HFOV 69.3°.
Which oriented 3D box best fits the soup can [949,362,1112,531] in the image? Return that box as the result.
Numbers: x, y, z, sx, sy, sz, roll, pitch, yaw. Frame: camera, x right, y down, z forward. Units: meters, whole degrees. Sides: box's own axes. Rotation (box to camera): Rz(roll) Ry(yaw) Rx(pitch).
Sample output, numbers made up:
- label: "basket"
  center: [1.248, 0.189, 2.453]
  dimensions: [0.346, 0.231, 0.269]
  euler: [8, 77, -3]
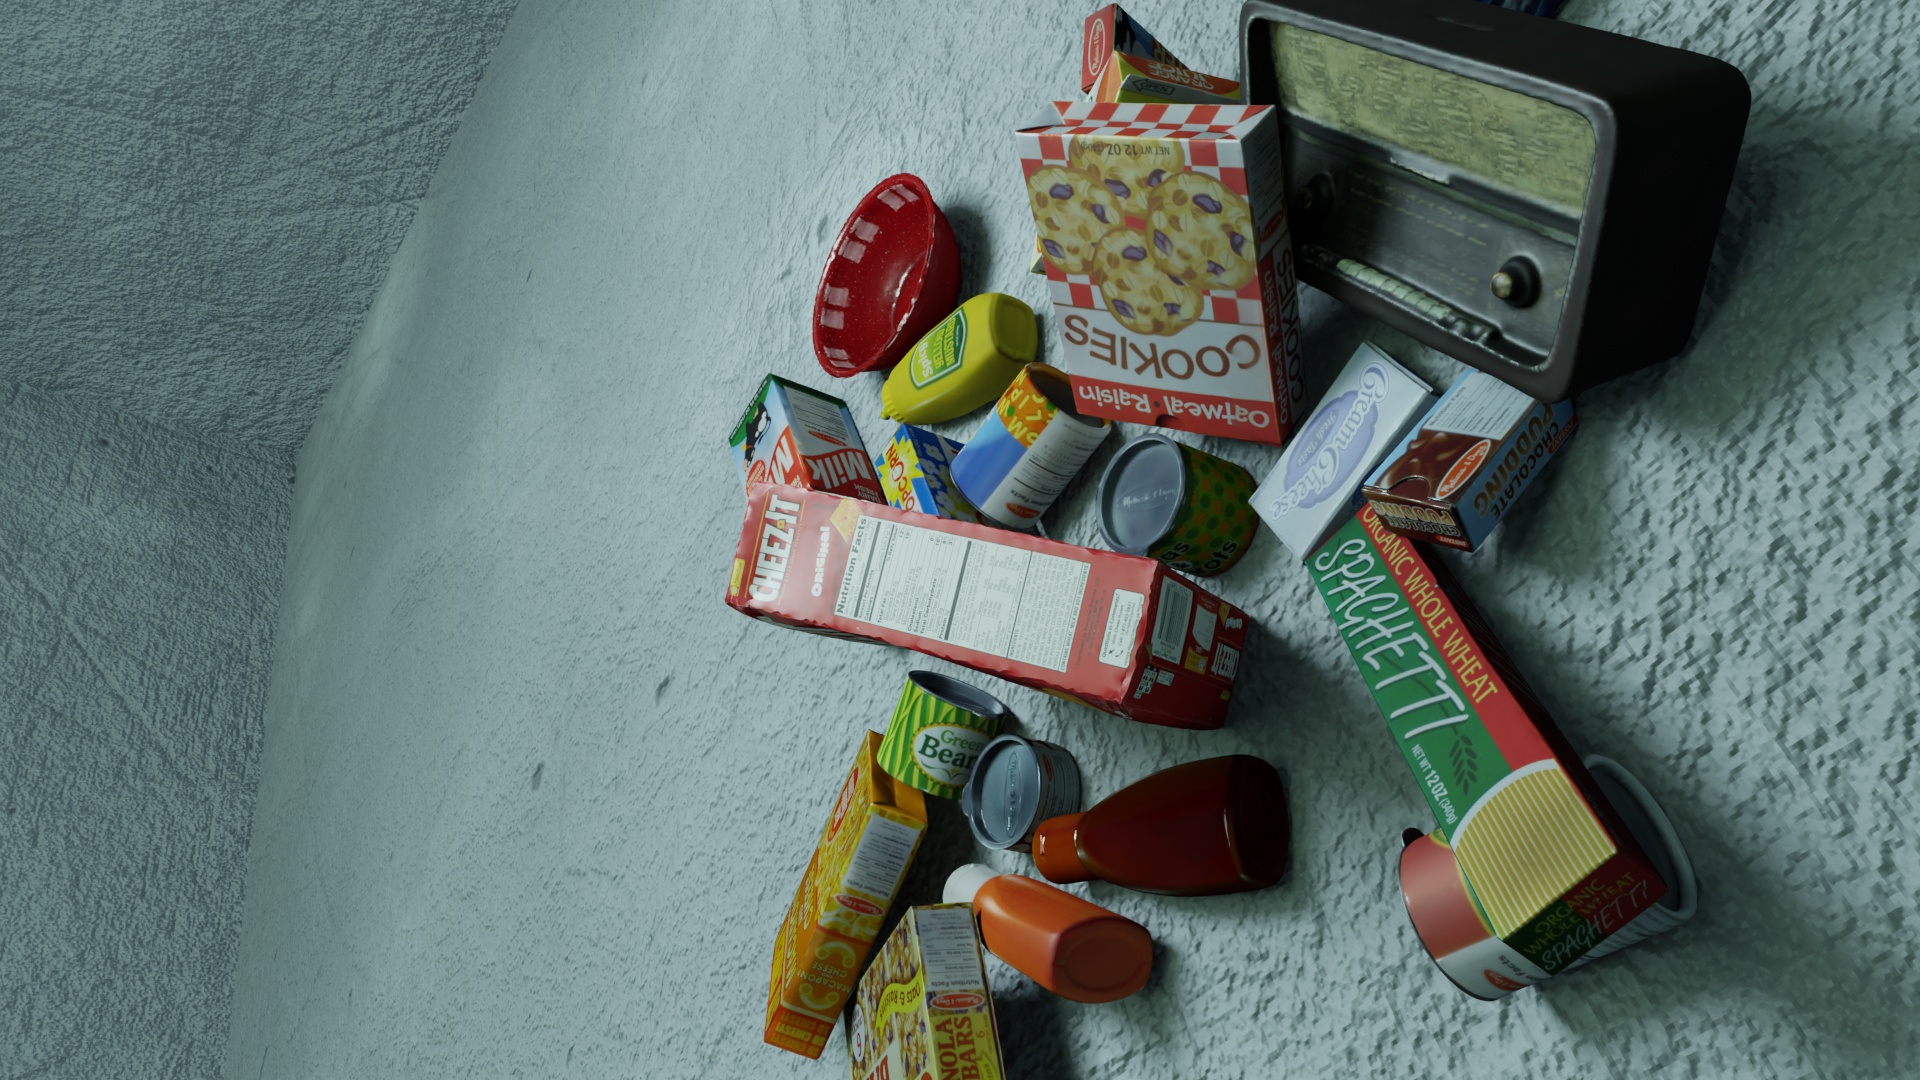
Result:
- label: "soup can"
  center: [0.042, -0.060, 0.856]
  dimensions: [0.083, 0.071, 0.071]
  euler: [-52, 39, 26]

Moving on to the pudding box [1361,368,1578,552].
- label: "pudding box"
  center: [0.219, -0.037, 0.597]
  dimensions: [0.084, 0.030, 0.050]
  euler: [-45, 31, -17]

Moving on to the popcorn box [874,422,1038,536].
- label: "popcorn box"
  center: [0.003, -0.011, 0.872]
  dimensions: [0.038, 0.085, 0.127]
  euler: [-52, 39, 29]

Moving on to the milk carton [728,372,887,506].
- label: "milk carton"
  center: [-0.114, -0.039, 1.058]
  dimensions: [0.072, 0.073, 0.191]
  euler: [-54, 37, 25]

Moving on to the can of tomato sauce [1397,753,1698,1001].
- label: "can of tomato sauce"
  center: [0.219, 0.126, 0.525]
  dimensions: [0.082, 0.071, 0.071]
  euler: [-41, 45, 36]

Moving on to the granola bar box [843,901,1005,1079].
- label: "granola bar box"
  center: [-0.022, 0.290, 0.768]
  dimensions: [0.164, 0.039, 0.125]
  euler: [116, 150, -50]

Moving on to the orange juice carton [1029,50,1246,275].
- label: "orange juice carton"
  center: [0.098, -0.206, 0.773]
  dimensions: [0.192, 0.072, 0.073]
  euler: [139, 141, -76]

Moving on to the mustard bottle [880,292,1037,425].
- label: "mustard bottle"
  center: [-0.012, -0.115, 0.973]
  dimensions: [0.159, 0.049, 0.065]
  euler: [-28, 52, 45]

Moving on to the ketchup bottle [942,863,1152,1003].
- label: "ketchup bottle"
  center: [0.038, 0.207, 0.750]
  dimensions: [0.148, 0.065, 0.043]
  euler: [0, 84, 64]

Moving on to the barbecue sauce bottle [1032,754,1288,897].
- label: "barbecue sauce bottle"
  center: [0.097, 0.150, 0.707]
  dimensions: [0.148, 0.044, 0.065]
  euler: [-24, 56, 48]

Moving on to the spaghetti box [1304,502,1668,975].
- label: "spaghetti box"
  center: [0.193, 0.060, 0.549]
  dimensions: [0.050, 0.028, 0.251]
  euler: [-47, 21, 20]

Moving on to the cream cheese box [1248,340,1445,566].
- label: "cream cheese box"
  center: [0.189, -0.041, 0.680]
  dimensions: [0.103, 0.024, 0.053]
  euler: [-58, 37, 21]

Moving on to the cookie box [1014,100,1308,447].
- label: "cookie box"
  center: [0.103, -0.132, 0.696]
  dimensions: [0.123, 0.166, 0.040]
  euler: [13, 45, 35]

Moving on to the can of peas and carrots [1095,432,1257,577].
- label: "can of peas and carrots"
  center: [0.116, -0.016, 0.741]
  dimensions: [0.070, 0.059, 0.071]
  euler: [-27, 55, 47]

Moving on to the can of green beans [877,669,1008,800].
- label: "can of green beans"
  center: [-0.011, 0.119, 0.851]
  dimensions: [0.071, 0.071, 0.057]
  euler: [30, 101, 55]

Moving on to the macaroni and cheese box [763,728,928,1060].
- label: "macaroni and cheese box"
  center: [-0.072, 0.219, 0.876]
  dimensions: [0.124, 0.040, 0.166]
  euler: [-109, 42, -77]

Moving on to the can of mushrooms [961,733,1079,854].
- label: "can of mushrooms"
  center: [0.035, 0.147, 0.803]
  dimensions: [0.071, 0.033, 0.071]
  euler: [-26, 56, 47]

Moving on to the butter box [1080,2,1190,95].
- label: "butter box"
  center: [0.113, -0.264, 0.817]
  dimensions: [0.024, 0.103, 0.053]
  euler: [-14, 62, 42]
